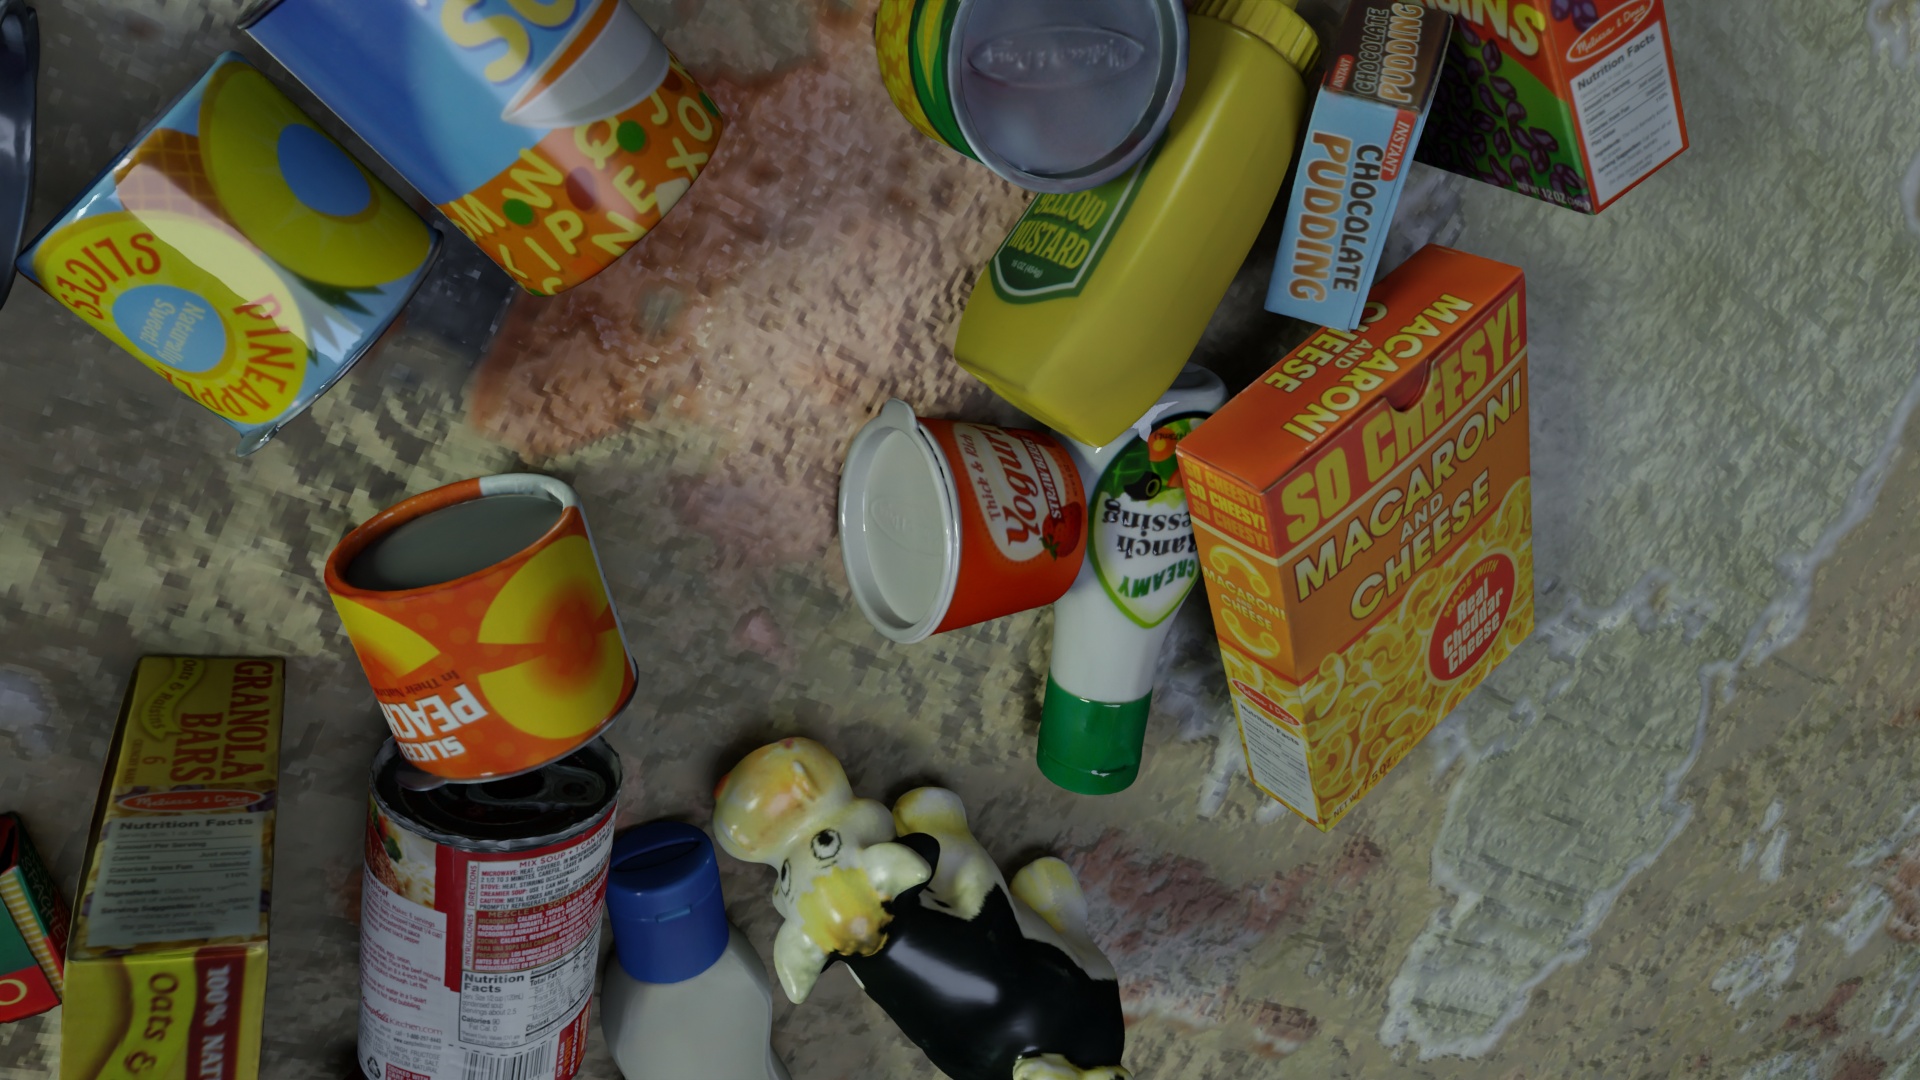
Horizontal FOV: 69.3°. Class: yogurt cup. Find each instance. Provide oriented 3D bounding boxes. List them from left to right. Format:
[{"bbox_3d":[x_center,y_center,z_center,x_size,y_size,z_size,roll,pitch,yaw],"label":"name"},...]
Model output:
[{"bbox_3d":[0.001,-0.005,0.418,0.054,0.072,0.072,-4,116,-31],"label":"yogurt cup"}]

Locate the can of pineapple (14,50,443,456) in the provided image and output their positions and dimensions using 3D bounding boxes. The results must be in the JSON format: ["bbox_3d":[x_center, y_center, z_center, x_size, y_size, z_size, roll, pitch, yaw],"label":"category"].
[{"bbox_3d":[-0.161,-0.064,0.309,0.071,0.071,0.057,-44,123,1],"label":"can of pineapple"}]

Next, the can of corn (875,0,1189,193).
[{"bbox_3d":[0.017,-0.132,0.364,0.071,0.058,0.070,-10,118,-20],"label":"can of corn"}]

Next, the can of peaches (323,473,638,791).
[{"bbox_3d":[-0.127,0.023,0.368,0.071,0.071,0.057,-19,120,-15],"label":"can of peaches"}]

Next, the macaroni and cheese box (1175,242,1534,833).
[{"bbox_3d":[0.142,0.003,0.472,0.124,0.040,0.165,-38,133,-19],"label":"macaroni and cheese box"}]

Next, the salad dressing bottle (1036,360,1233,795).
[{"bbox_3d":[0.053,0.014,0.461,0.064,0.044,0.147,-6,117,-27],"label":"salad dressing bottle"}]

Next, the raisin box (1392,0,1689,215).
[{"bbox_3d":[0.150,-0.162,0.394,0.040,0.086,0.123,-34,123,-3],"label":"raisin box"}]

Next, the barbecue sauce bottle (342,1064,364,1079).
[{"bbox_3d":[-0.168,0.231,0.464,0.065,0.044,0.147,-24,127,-42],"label":"barbecue sauce bottle"}]

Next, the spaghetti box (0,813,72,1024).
[{"bbox_3d":[-0.359,0.128,0.337,0.251,0.029,0.050,-15,119,-18],"label":"spaghetti box"}]

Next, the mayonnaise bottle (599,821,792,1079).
[{"bbox_3d":[-0.091,0.165,0.472,0.065,0.041,0.147,-14,118,-19],"label":"mayonnaise bottle"}]

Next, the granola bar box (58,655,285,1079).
[{"bbox_3d":[-0.200,0.130,0.353,0.039,0.124,0.165,5,112,-26],"label":"granola bar box"}]

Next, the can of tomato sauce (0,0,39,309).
[{"bbox_3d":[-0.234,-0.085,0.269,0.083,0.071,0.071,6,112,-26],"label":"can of tomato sauce"}]

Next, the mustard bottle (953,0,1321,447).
[{"bbox_3d":[0.060,-0.106,0.397,0.049,0.065,0.160,30,92,-37],"label":"mustard bottle"}]

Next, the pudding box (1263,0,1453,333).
[{"bbox_3d":[0.115,-0.108,0.407,0.030,0.050,0.083,17,146,11],"label":"pudding box"}]

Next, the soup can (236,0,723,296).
[{"bbox_3d":[-0.103,-0.108,0.315,0.071,0.071,0.083,-44,124,1],"label":"soup can"}]
